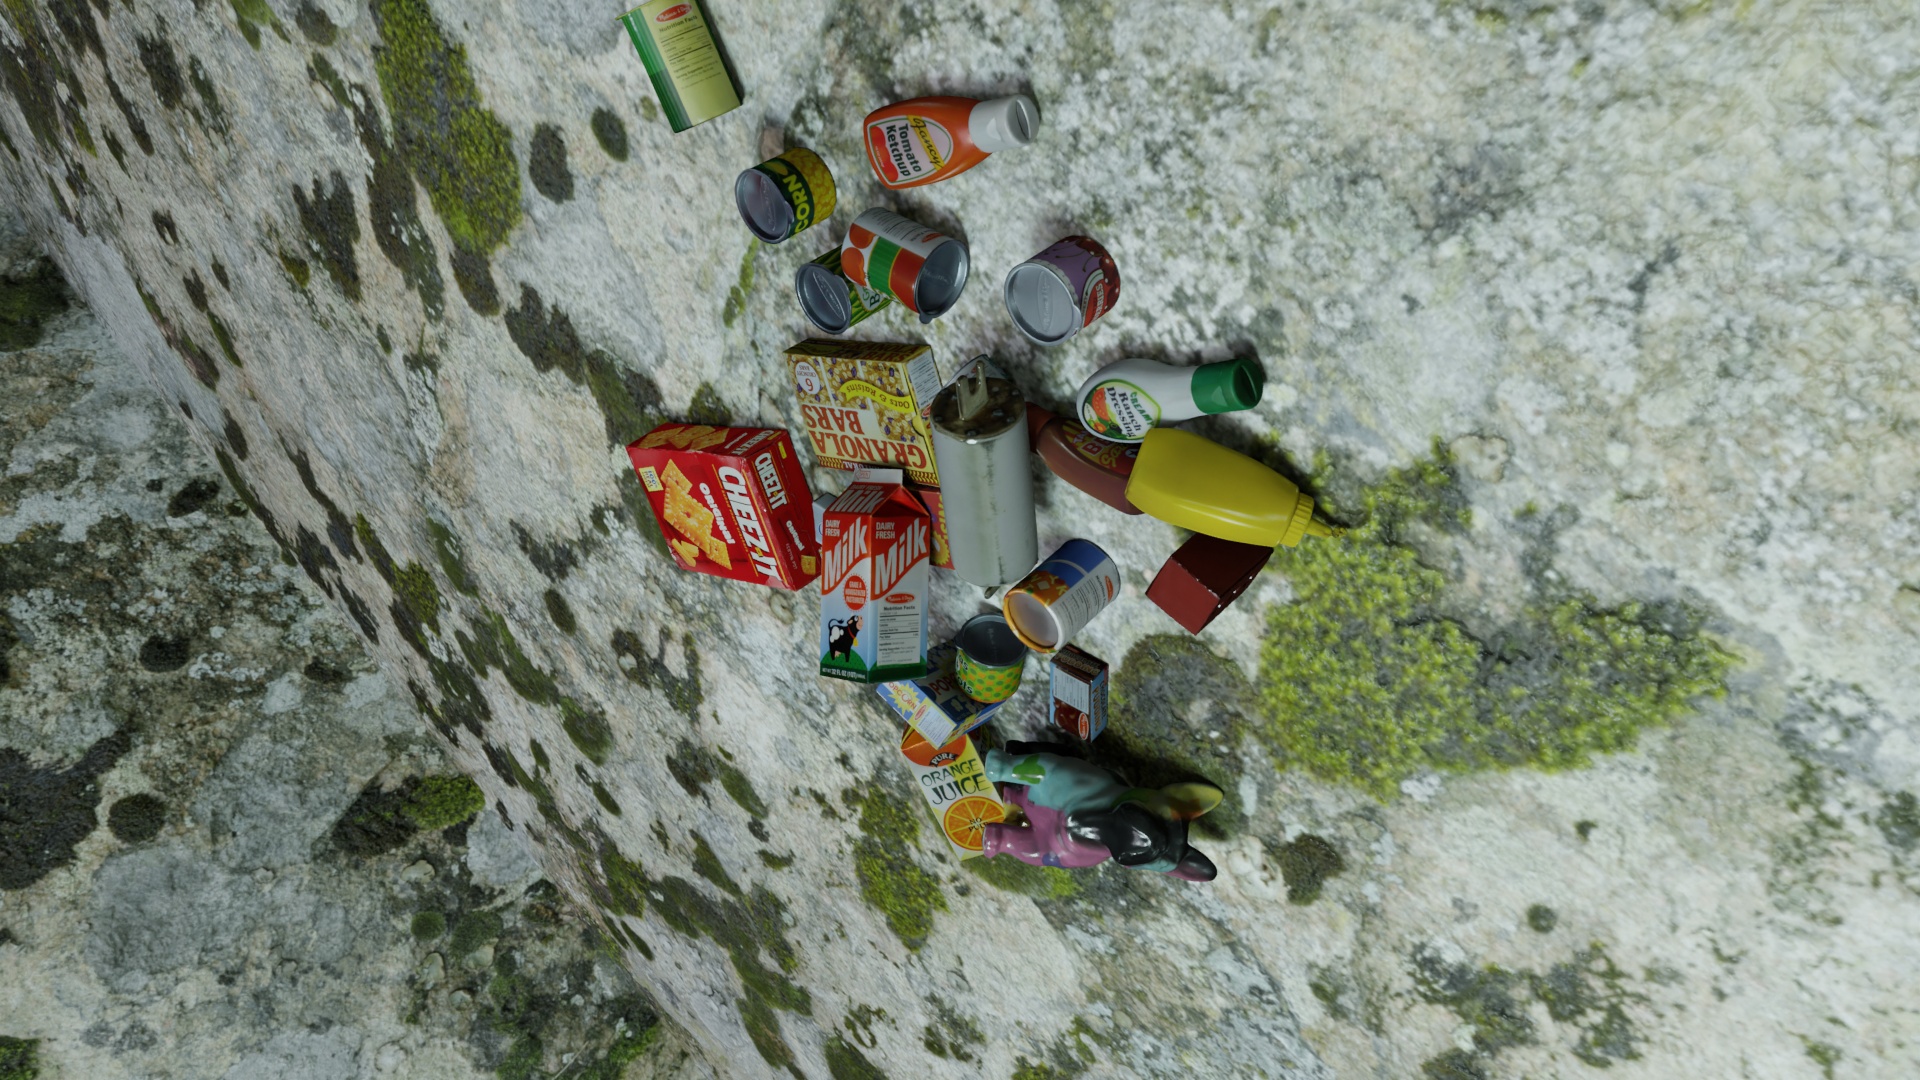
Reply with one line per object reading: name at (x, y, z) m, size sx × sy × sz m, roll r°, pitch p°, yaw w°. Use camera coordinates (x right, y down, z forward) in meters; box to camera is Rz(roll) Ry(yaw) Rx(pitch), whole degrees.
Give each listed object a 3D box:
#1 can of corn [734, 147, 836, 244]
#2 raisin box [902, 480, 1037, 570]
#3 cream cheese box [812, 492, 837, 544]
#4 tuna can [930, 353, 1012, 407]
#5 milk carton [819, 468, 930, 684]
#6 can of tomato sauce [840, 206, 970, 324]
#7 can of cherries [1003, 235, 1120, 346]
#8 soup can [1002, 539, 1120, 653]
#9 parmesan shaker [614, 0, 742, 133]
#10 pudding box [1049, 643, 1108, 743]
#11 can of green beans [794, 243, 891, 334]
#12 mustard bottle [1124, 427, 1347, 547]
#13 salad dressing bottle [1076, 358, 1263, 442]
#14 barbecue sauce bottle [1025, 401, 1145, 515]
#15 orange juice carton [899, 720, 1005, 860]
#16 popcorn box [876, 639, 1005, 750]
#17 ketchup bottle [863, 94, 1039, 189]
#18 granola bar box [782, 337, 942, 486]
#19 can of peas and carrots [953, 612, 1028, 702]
can of corn at (-0.147, -0.293, 1.181) m, size 0.071 × 0.058 × 0.070 m, roll 28°, pitch 138°, yaw 30°
raisin box at (0.005, -0.016, 1.267) m, size 0.123 × 0.040 × 0.085 m, roll 9°, pitch 126°, yaw 42°
cream cheese box at (-0.106, -0.003, 1.411) m, size 0.104 × 0.024 × 0.053 m, roll 29°, pitch 138°, yaw 29°
tuna can at (0.009, -0.119, 1.151) m, size 0.033 × 0.071 × 0.070 m, roll 46°, pitch 144°, yaw 9°
milk carton at (-0.077, 0.030, 1.263) m, size 0.072 × 0.073 × 0.190 m, roll 4°, pitch 93°, yaw 47°
can of tomato sauce at (-0.046, -0.223, 1.121) m, size 0.083 × 0.071 × 0.070 m, roll 30°, pitch 139°, yaw 29°
can of cherries at (0.077, -0.184, 1.027) m, size 0.071 × 0.059 × 0.071 m, roll 28°, pitch 137°, yaw 30°
soup can at (0.084, 0.047, 1.193) m, size 0.071 × 0.084 × 0.071 m, roll 29°, pitch 138°, yaw 29°
parmesan shaker at (-0.238, -0.405, 1.176) m, size 0.071 × 0.071 × 0.102 m, roll 1°, pitch 120°, yaw 48°
pudding box at (0.109, 0.143, 1.293) m, size 0.050 × 0.030 × 0.083 m, roll 25°, pitch 136°, yaw 31°
can of green beans at (-0.098, -0.218, 1.192) m, size 0.071 × 0.058 × 0.071 m, roll 29°, pitch 138°, yaw 30°
mustard bottle at (0.202, -0.029, 1.006) m, size 0.160 × 0.065 × 0.048 m, roll 21°, pitch 159°, yaw 4°
salad dressing bottle at (0.152, -0.107, 1.021) m, size 0.147 × 0.044 × 0.064 m, roll -4°, pitch 120°, yaw 49°
barbecue sauce bottle at (0.098, -0.069, 1.101) m, size 0.149 × 0.065 × 0.043 m, roll 31°, pitch 131°, yaw 40°
orange juice carton at (-0.004, 0.225, 1.422) m, size 0.073 × 0.072 × 0.192 m, roll -21°, pitch 112°, yaw 13°
popcorn box at (-0.015, 0.148, 1.354) m, size 0.085 × 0.127 × 0.038 m, roll 43°, pitch 113°, yaw 14°
ketchup bottle at (-0.007, -0.302, 1.033) m, size 0.149 × 0.044 × 0.064 m, roll 4°, pitch 123°, yaw 45°
granola bar box at (-0.082, -0.119, 1.273) m, size 0.165 × 0.039 × 0.123 m, roll 11°, pitch 128°, yaw 43°
can of peas and carrots at (0.026, 0.113, 1.324) m, size 0.071 × 0.071 × 0.058 m, roll 34°, pitch 141°, yaw 23°
